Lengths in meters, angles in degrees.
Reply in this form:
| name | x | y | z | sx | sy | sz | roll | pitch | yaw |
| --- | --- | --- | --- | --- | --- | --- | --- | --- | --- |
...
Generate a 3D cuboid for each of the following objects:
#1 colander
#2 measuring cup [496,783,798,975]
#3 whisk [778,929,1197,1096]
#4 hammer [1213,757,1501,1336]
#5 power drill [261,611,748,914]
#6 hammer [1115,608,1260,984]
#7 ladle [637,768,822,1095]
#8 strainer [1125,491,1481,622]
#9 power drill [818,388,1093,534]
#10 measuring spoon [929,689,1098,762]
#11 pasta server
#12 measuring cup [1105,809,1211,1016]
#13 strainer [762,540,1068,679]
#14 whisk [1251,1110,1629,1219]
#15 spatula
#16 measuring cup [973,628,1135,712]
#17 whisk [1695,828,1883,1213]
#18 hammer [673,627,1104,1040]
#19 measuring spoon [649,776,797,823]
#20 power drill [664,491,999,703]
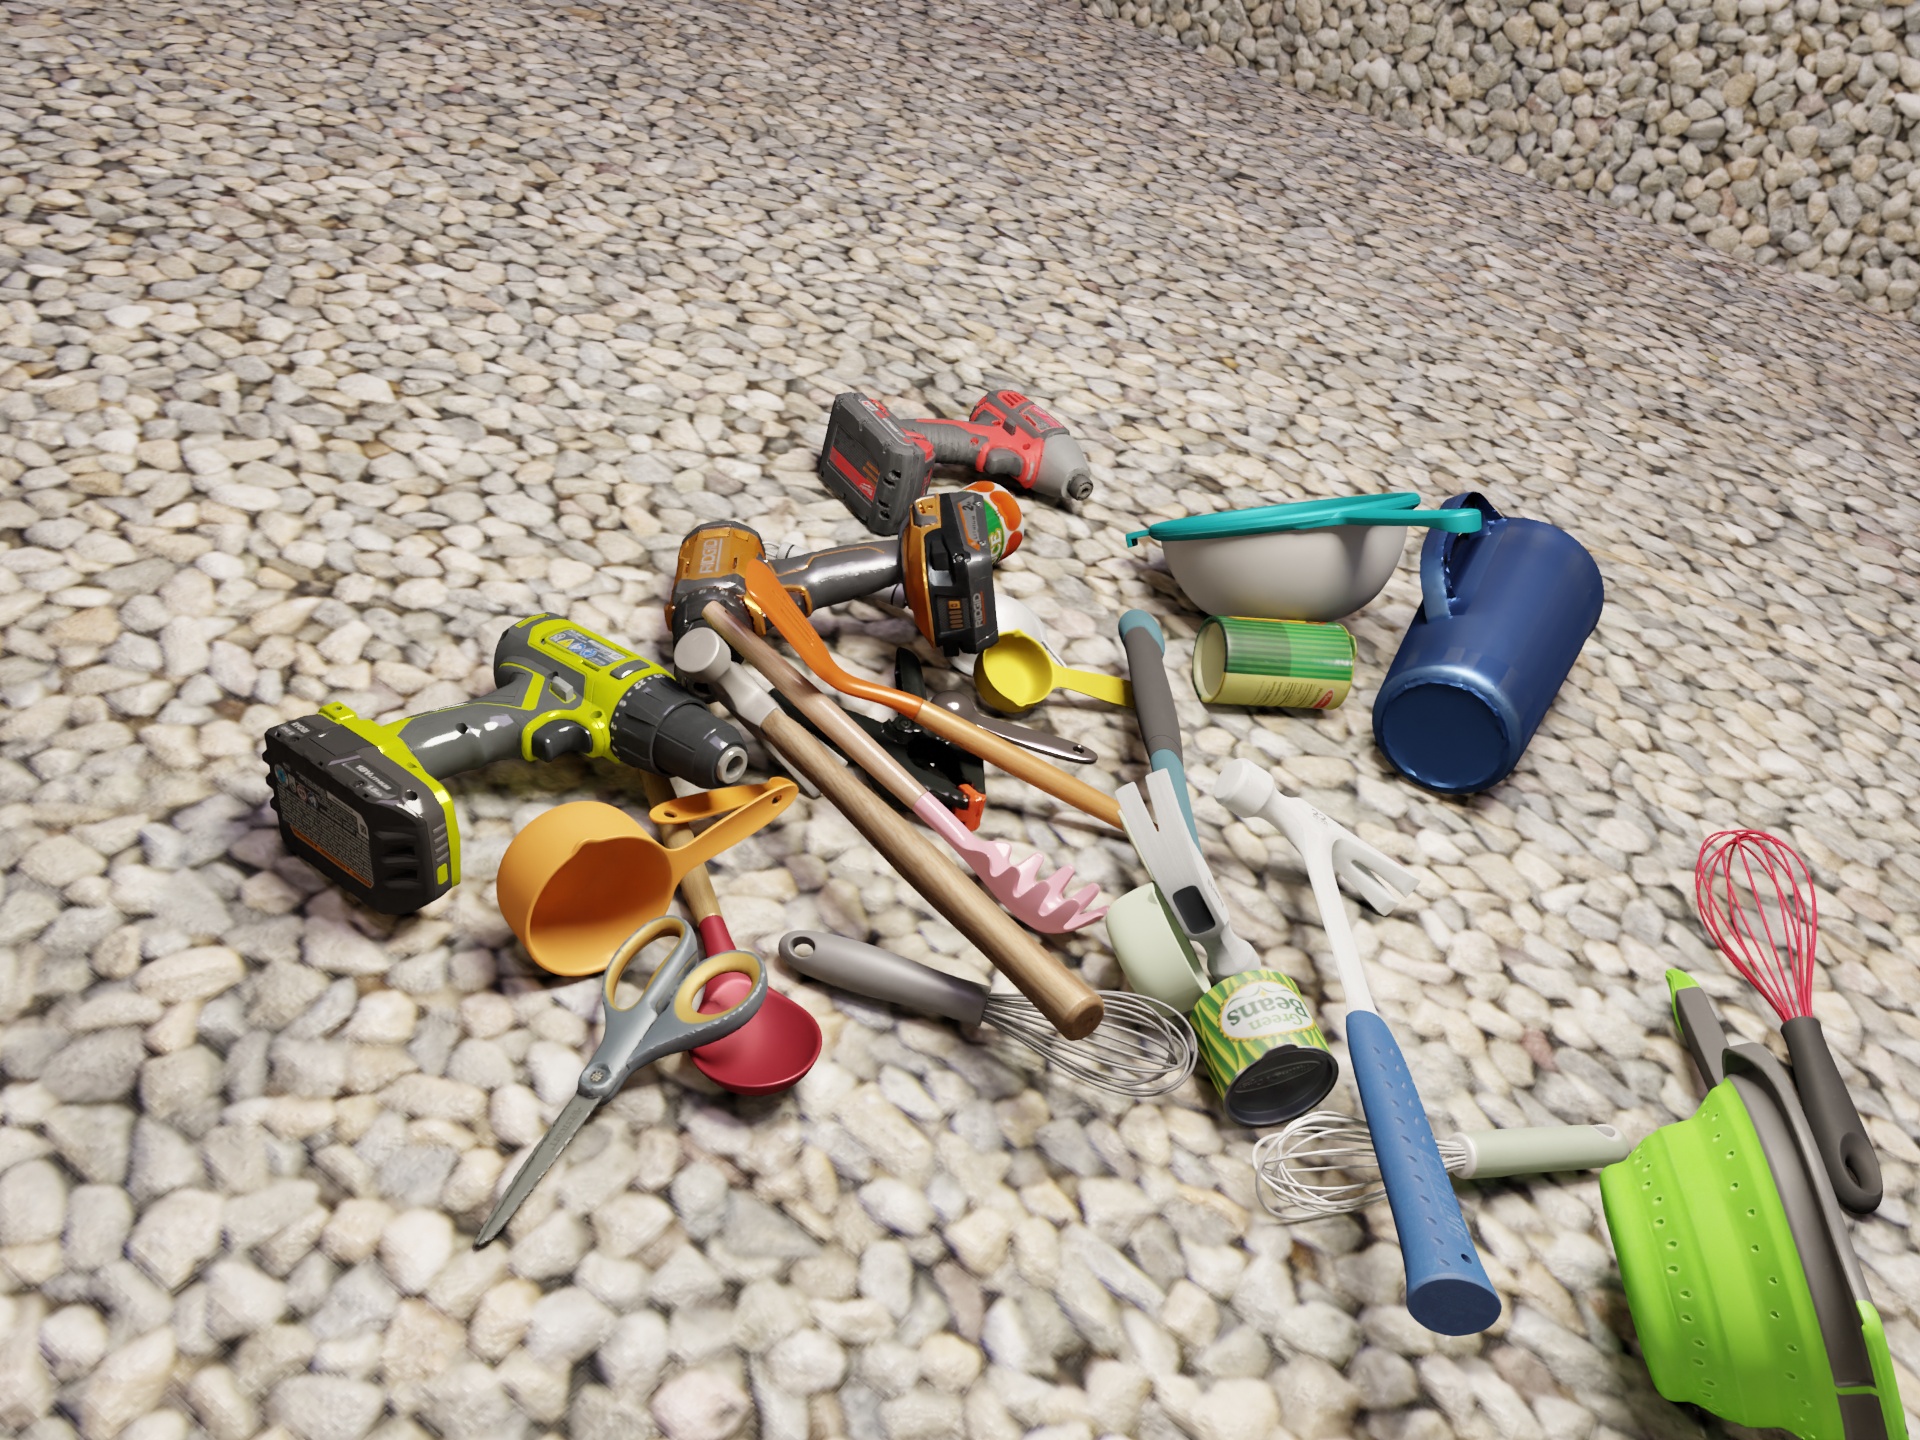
| name | x | y | z | sx | sy | sz | roll | pitch | yaw |
| --- | --- | --- | --- | --- | --- | --- | --- | --- | --- |
| colander | 0.388 | 0.241 | 0.848 | 0.094 | 0.204 | 0.397 | -15 | 14 | 17 |
| measuring cup | -0.172 | 0.068 | 0.873 | 0.173 | 0.095 | 0.052 | -31 | 46 | -28 |
| whisk | 0.013 | 0.154 | 0.876 | 0.239 | 0.055 | 0.055 | 15 | 36 | 8 |
| hammer | 0.223 | 0.160 | 0.862 | 0.144 | 0.035 | 0.406 | 31 | 25 | -14 |
| power drill | -0.256 | 0.020 | 0.917 | 0.191 | 0.080 | 0.228 | 25 | 36 | 31 |
| hammer | 0.134 | 0.023 | 1.044 | 0.033 | 0.128 | 0.331 | -25 | 29 | 15 |
| ladle | -0.151 | 0.098 | 0.909 | 0.069 | 0.031 | 0.316 | -9 | 40 | -21 |
| strainer | 0.280 | -0.115 | 1.198 | 0.211 | 0.095 | 0.340 | -10 | 10 | -18 |
| power drill | 0.004 | -0.223 | 1.349 | 0.219 | 0.078 | 0.143 | -12 | 44 | -35 |
| measuring spoon | 0.038 | 0.003 | 1.105 | 0.124 | 0.018 | 0.034 | 18 | 36 | 3 |
| pasta server | -0.040 | 0.026 | 0.978 | 0.316 | 0.040 | 0.060 | 42 | 15 | 11 |
| measuring cup | 0.104 | 0.110 | 0.952 | 0.038 | 0.083 | 0.168 | -29 | 33 | 7 |
| strainer | -0.037 | -0.091 | 1.190 | 0.258 | 0.050 | 0.087 | 20 | 51 | 13 |
| whisk | 0.263 | 0.236 | 0.856 | 0.246 | 0.059 | 0.058 | 3 | 15 | -23 |
| spatula | -0.002 | -0.003 | 1.009 | 0.322 | 0.041 | 0.081 | 28 | 15 | -12 |
| measuring cup | 0.080 | -0.023 | 1.151 | 0.156 | 0.029 | 0.062 | 13 | 61 | -25 |
| whisk | 0.529 | 0.180 | 1.014 | 0.073 | 0.073 | 0.296 | 12 | 43 | -4 |
| hammer | -0.039 | 0.066 | 0.903 | 0.031 | 0.129 | 0.332 | -46 | 56 | -5 |
| measuring spoon | -0.144 | 0.051 | 0.967 | 0.021 | 0.011 | 0.117 | 36 | 29 | 29 |
| power drill | -0.089 | -0.082 | 1.088 | 0.226 | 0.084 | 0.186 | -6 | 34 | 1 |
